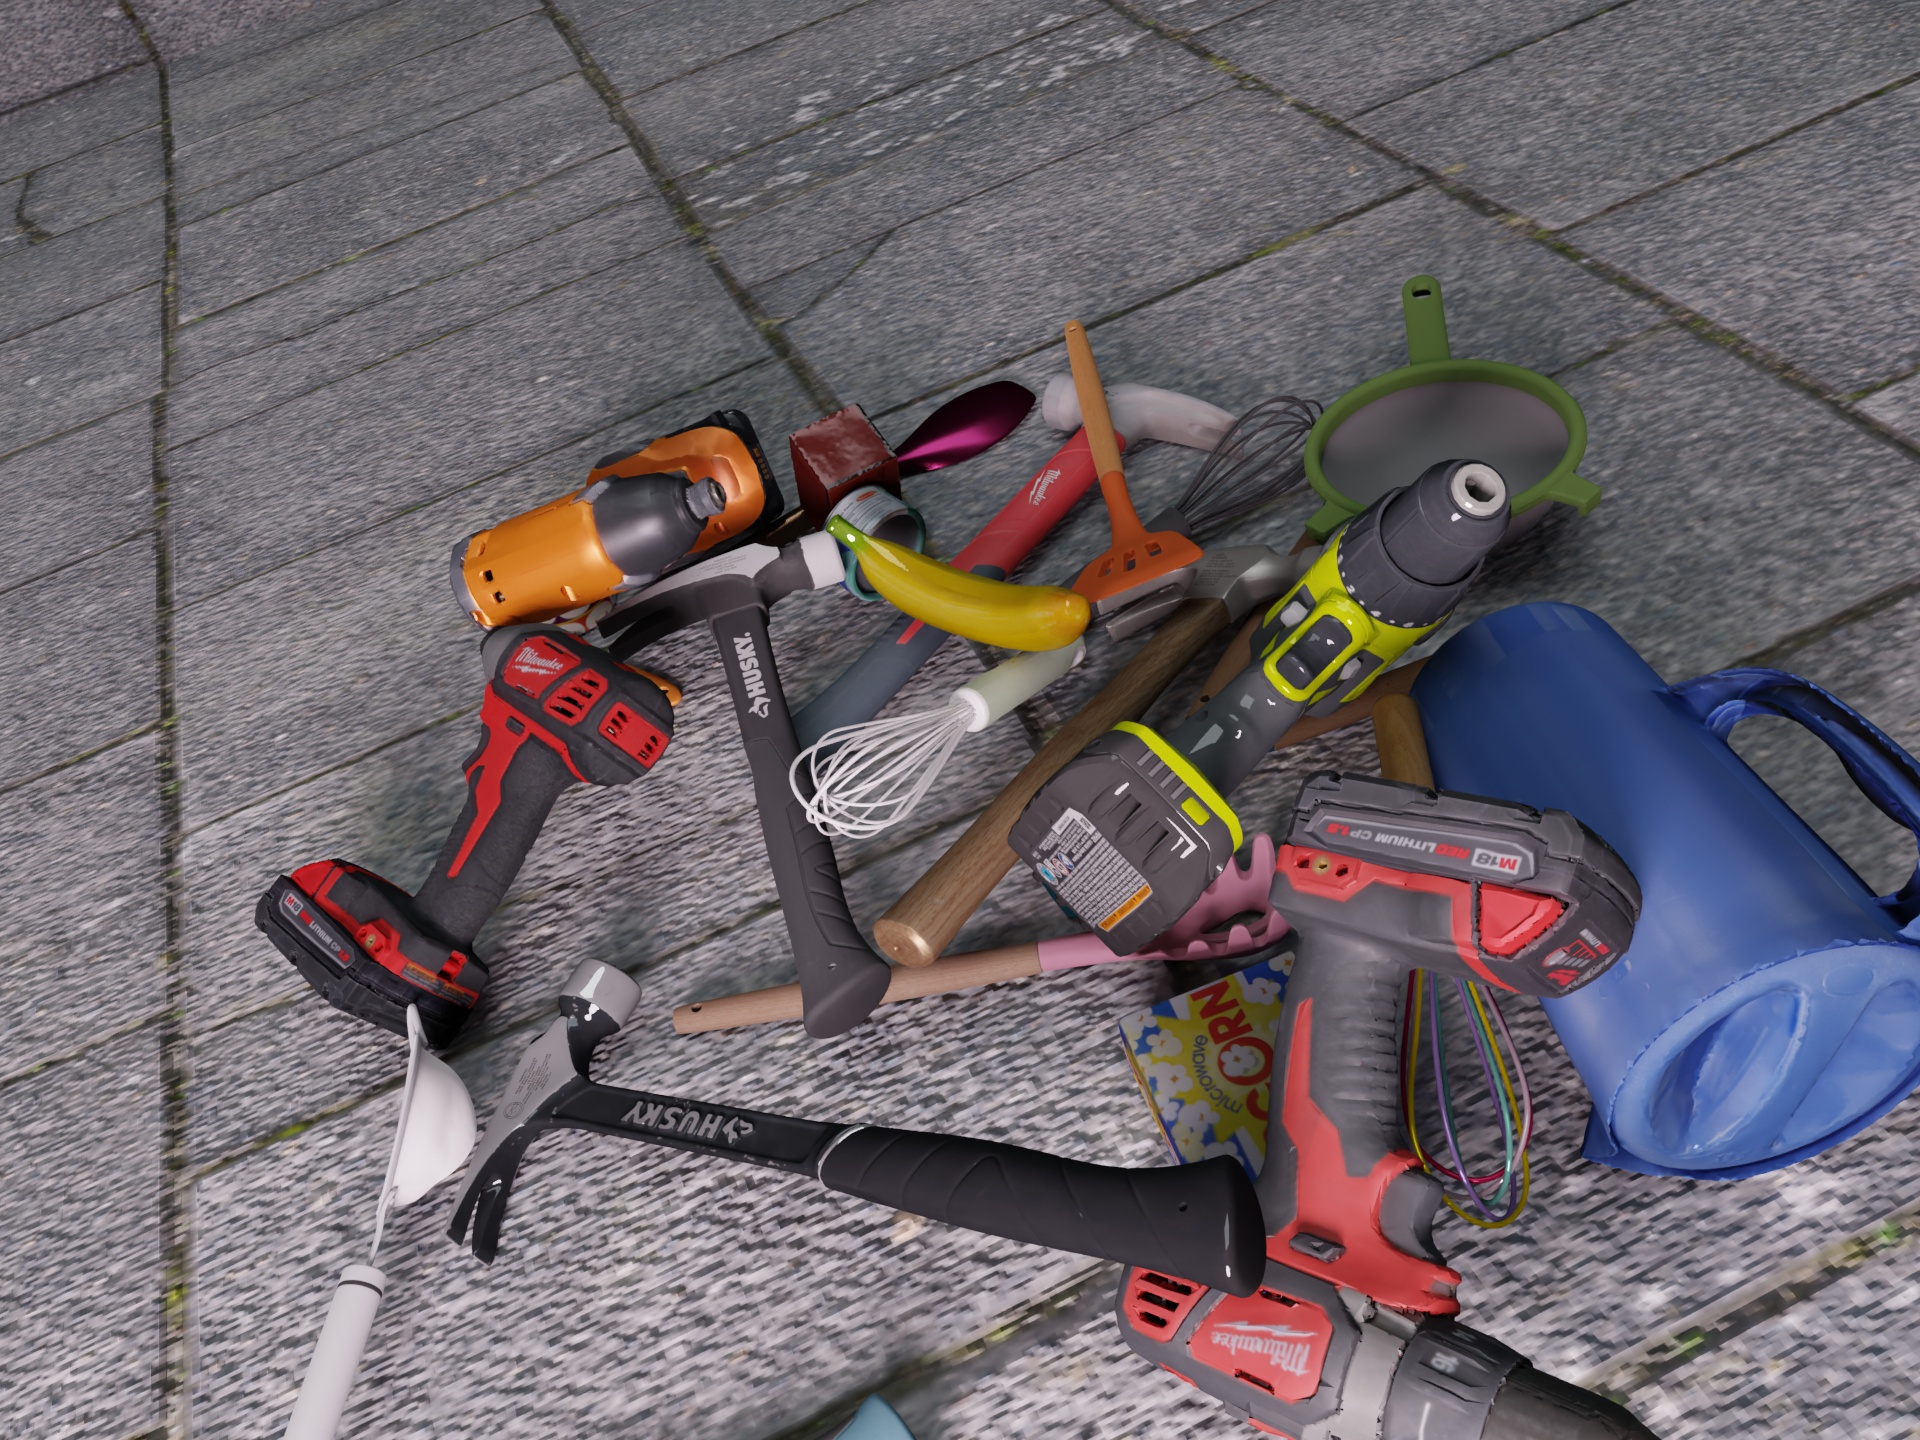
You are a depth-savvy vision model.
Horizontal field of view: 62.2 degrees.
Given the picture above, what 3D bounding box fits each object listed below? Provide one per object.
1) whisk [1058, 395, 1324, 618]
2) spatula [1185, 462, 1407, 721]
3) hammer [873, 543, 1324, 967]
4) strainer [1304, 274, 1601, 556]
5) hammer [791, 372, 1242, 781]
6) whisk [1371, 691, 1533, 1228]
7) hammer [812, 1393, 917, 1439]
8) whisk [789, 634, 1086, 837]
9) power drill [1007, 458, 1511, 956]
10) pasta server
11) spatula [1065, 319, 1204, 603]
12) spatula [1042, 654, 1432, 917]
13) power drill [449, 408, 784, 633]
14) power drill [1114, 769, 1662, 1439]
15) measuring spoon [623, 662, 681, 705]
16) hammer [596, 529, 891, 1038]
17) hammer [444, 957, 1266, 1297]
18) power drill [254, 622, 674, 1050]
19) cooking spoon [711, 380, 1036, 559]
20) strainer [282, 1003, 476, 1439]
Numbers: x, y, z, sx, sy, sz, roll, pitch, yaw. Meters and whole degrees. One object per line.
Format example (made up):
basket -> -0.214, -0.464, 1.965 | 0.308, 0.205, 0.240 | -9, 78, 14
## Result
whisk -> 0.130, -0.119, 0.952 | 0.239, 0.055, 0.055 | -38, 46, -14
spatula -> 0.204, -0.103, 0.931 | 0.060, 0.018, 0.316 | 13, 50, 32
hammer -> 0.067, 0.006, 0.811 | 0.130, 0.031, 0.331 | 3, 38, 45
strainer -> 0.281, -0.172, 0.940 | 0.151, 0.069, 0.257 | -5, 43, 16
hammer -> 0.019, -0.082, 0.959 | 0.143, 0.038, 0.386 | 21, 55, 33
whisk -> 0.193, 0.086, 0.651 | 0.047, 0.051, 0.245 | -3, 52, 5
hammer -> -0.168, 0.332, 0.597 | 0.331, 0.033, 0.128 | -21, 42, -3
whisk -> -0.001, -0.003, 0.827 | 0.059, 0.057, 0.246 | 36, 38, 17
power drill -> 0.136, -0.011, 0.696 | 0.228, 0.190, 0.080 | -42, 82, -21
pasta server -> 0.010, 0.112, 0.761 | 0.316, 0.040, 0.060 | -11, 34, 9
spatula -> 0.086, -0.166, 0.964 | 0.081, 0.041, 0.323 | -21, 41, 13
spatula -> 0.181, 0.007, 0.824 | 0.317, 0.044, 0.082 | -20, 41, -9
power drill -> -0.187, -0.126, 0.966 | 0.164, 0.084, 0.226 | -18, 14, 18
power drill -> 0.166, 0.144, 0.543 | 0.188, 0.080, 0.227 | 11, 75, 40
measuring spoon -> -0.217, -0.032, 1.005 | 0.117, 0.011, 0.021 | 22, 56, 35
hammer -> -0.102, 0.025, 0.837 | 0.146, 0.035, 0.335 | -17, 47, -4
hammer -> -0.062, 0.177, 0.641 | 0.409, 0.036, 0.149 | -2, 47, 40
power drill -> -0.259, 0.047, 0.840 | 0.143, 0.078, 0.220 | 28, 79, 38
cooking spoon -> -0.081, -0.152, 1.079 | 0.319, 0.017, 0.069 | -34, 46, -17
strainer -> -0.255, 0.238, 0.690 | 0.050, 0.086, 0.259 | 17, 44, -11
